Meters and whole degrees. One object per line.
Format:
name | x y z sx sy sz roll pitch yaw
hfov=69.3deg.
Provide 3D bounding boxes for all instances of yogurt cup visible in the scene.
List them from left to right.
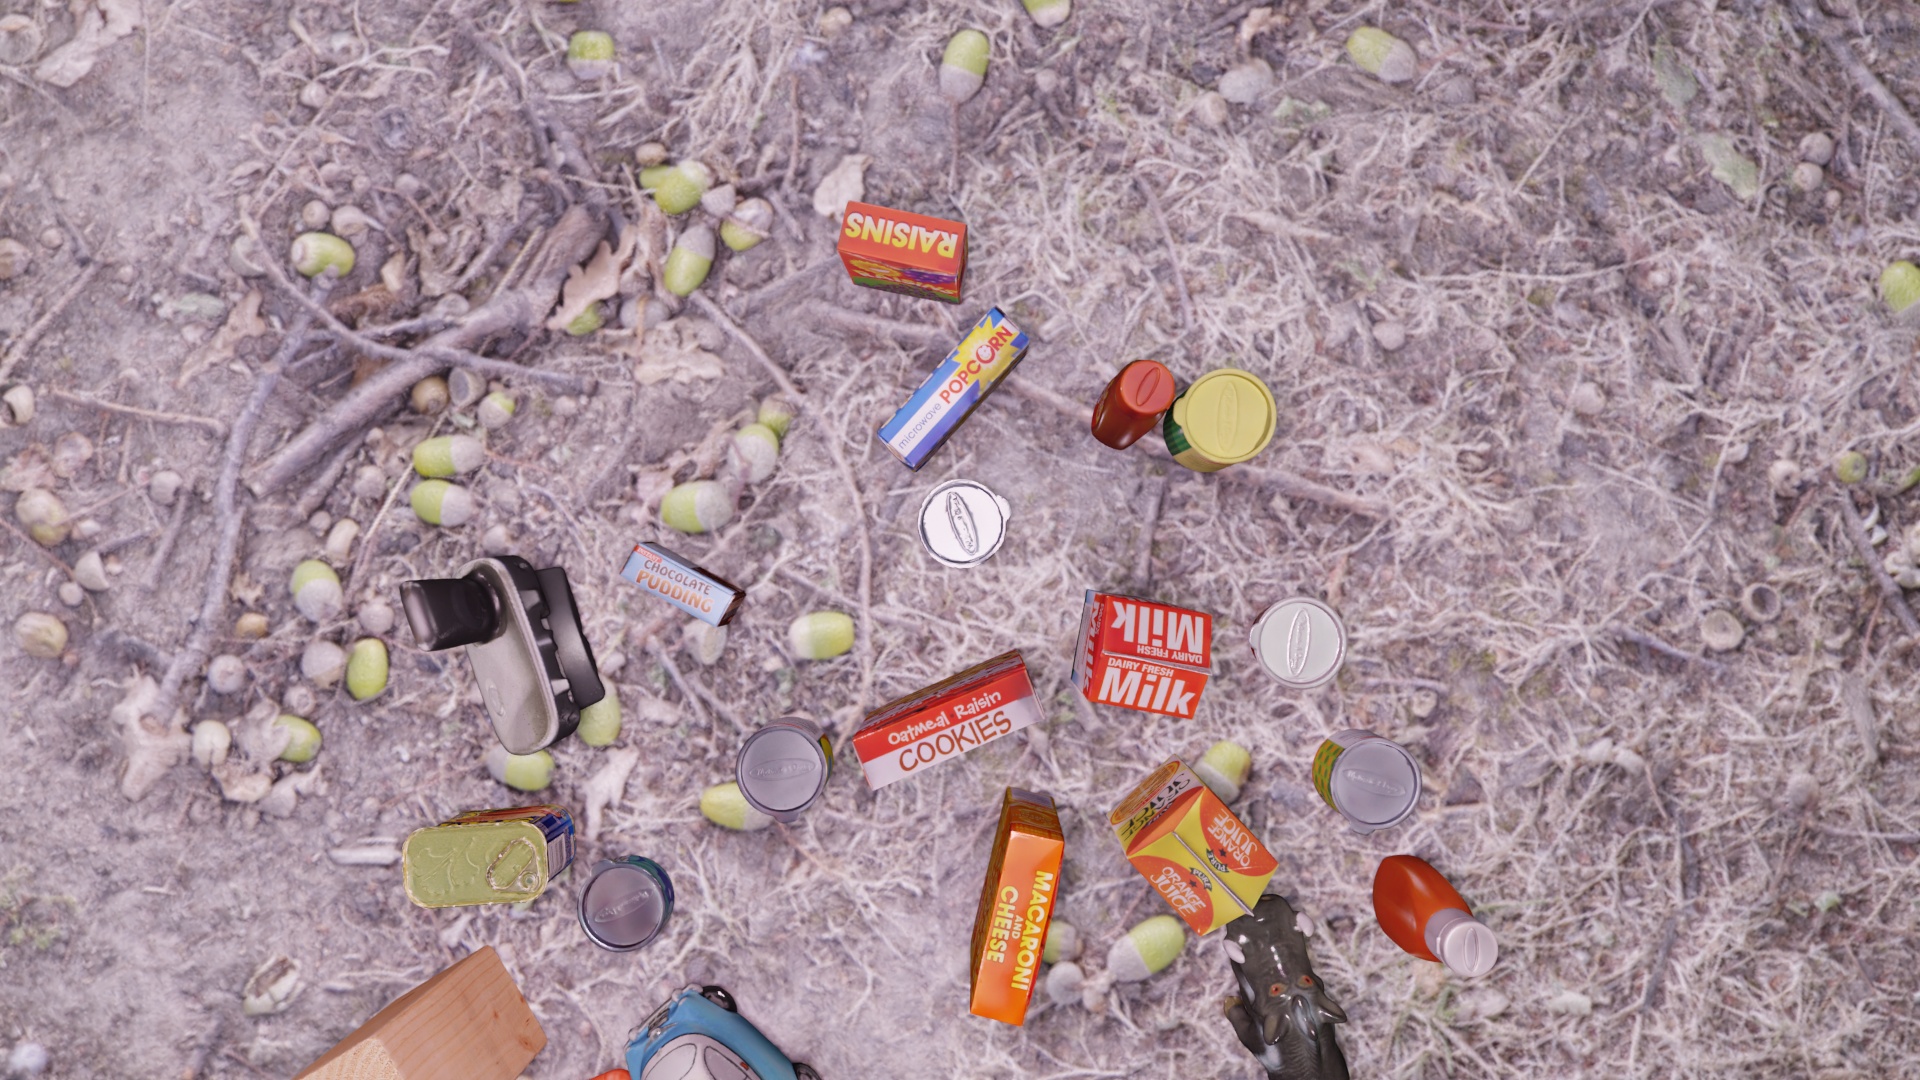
yogurt cup | 0.246 0.074 1.027 0.072 0.054 0.072 0 89 0

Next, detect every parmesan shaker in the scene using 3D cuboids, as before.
parmesan shaker | 0.182 -0.086 1.006 0.071 0.103 0.071 0 89 0

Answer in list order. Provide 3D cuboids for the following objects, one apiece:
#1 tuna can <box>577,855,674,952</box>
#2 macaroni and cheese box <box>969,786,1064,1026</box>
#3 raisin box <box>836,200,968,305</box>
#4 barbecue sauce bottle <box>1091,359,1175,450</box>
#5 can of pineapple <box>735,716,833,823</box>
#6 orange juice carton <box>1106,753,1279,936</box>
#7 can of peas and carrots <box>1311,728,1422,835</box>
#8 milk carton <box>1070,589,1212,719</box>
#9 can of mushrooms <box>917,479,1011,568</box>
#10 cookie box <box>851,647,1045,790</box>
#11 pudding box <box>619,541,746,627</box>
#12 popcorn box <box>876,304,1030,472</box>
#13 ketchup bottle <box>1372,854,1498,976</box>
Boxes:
tuna can | -0.250 0.268 1.036 0.071 0.033 0.071 0 89 0
macaroni and cheese box | 0.039 0.248 0.968 0.040 0.166 0.123 13 89 1
raisin box | -0.039 -0.204 0.999 0.086 0.123 0.040 12 90 1
barbecue sauce bottle | 0.124 -0.100 0.984 0.044 0.148 0.065 29 90 1
can of pineapple | -0.129 0.167 1.025 0.071 0.058 0.071 0 89 0
orange juice carton | 0.158 0.208 0.955 0.073 0.192 0.072 -43 89 0
can of peas and carrots | 0.297 0.177 1.022 0.071 0.059 0.071 0 89 0
milk carton | 0.124 0.077 0.959 0.072 0.190 0.073 10 90 1
can of mushrooms | 0.004 -0.013 1.040 0.071 0.033 0.071 0 89 0
cookie box | -0.007 0.120 0.970 0.123 0.167 0.040 -23 89 0
pudding box | -0.205 0.032 1.032 0.084 0.049 0.030 28 90 1
popcorn box | -0.005 -0.108 1.016 0.038 0.085 0.126 43 90 1
ketchup bottle | 0.331 0.267 0.975 0.043 0.149 0.064 0 89 1
